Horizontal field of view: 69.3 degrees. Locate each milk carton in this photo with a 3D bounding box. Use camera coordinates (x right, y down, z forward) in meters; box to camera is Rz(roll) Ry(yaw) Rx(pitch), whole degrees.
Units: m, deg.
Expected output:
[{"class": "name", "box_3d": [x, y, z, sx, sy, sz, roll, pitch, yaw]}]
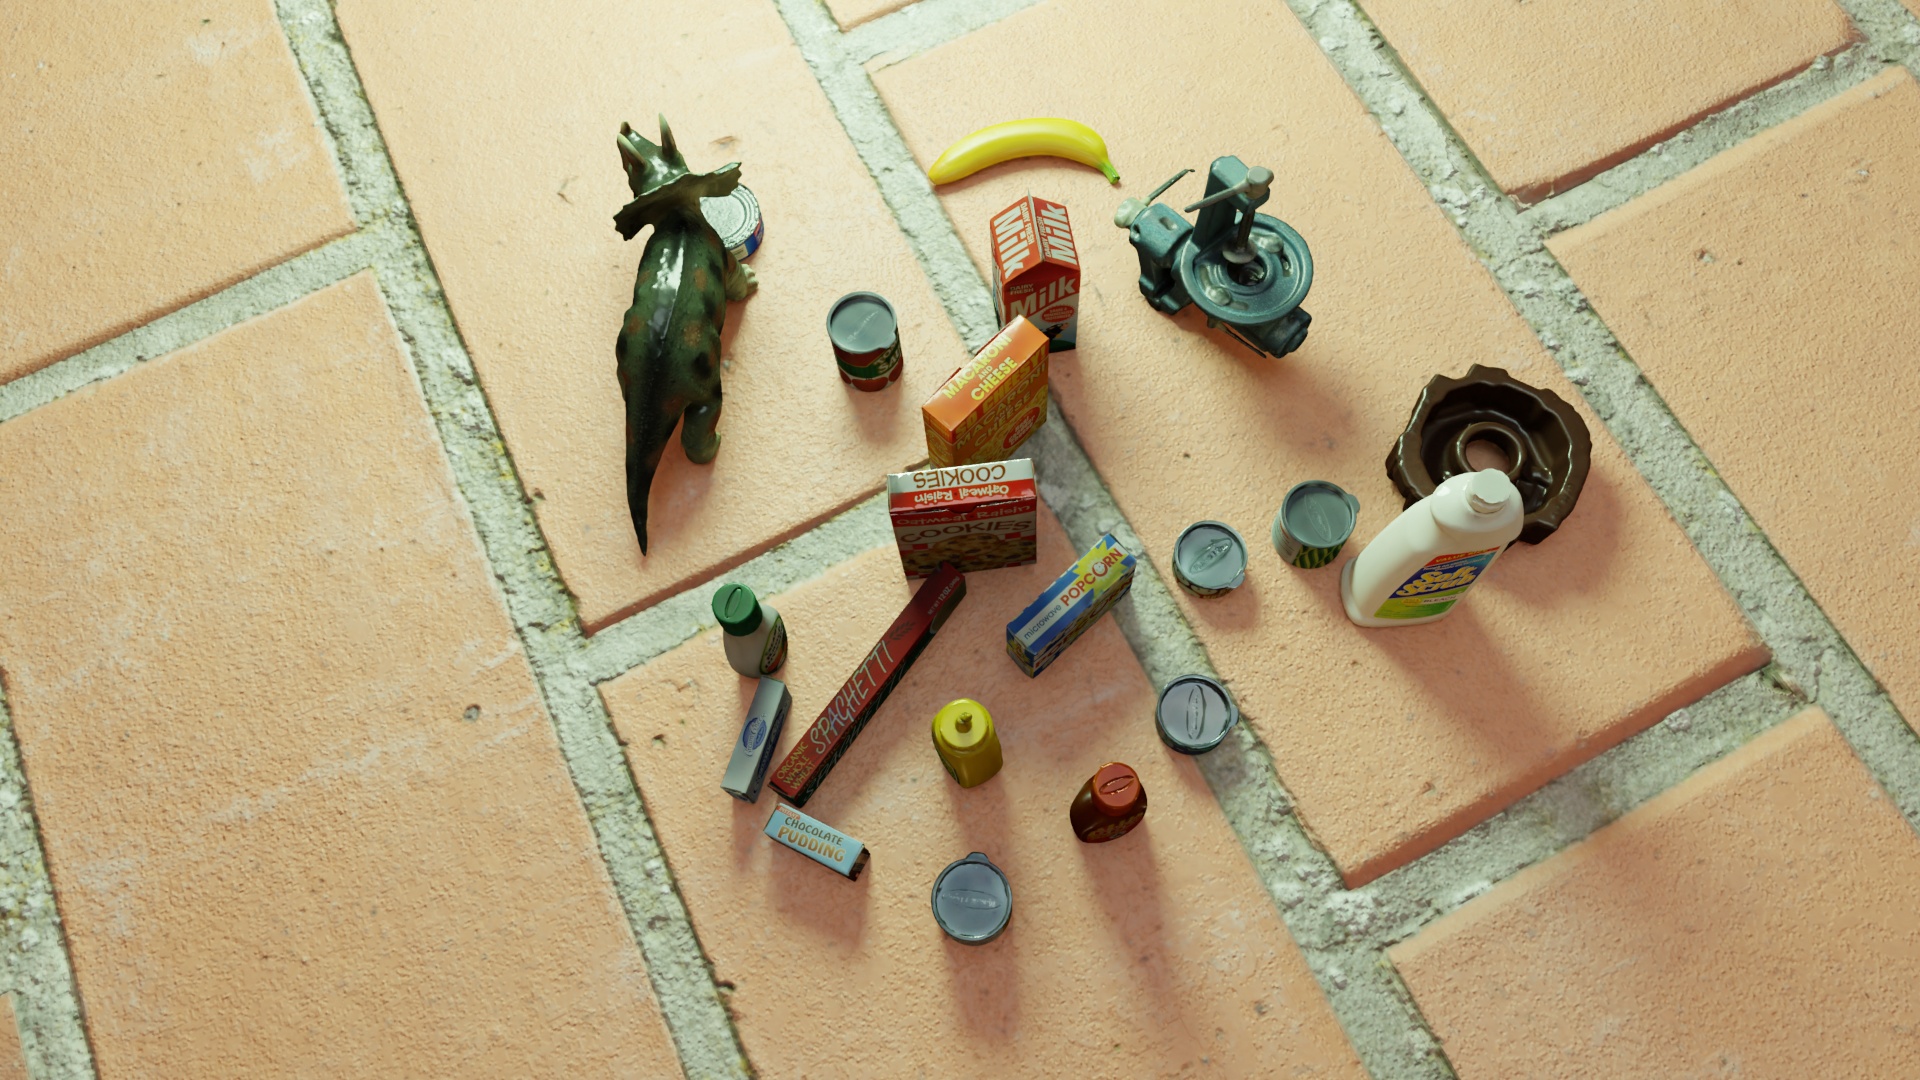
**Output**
[{"class": "milk carton", "box_3d": [0.069, -0.245, 1.286, 0.073, 0.190, 0.072, -10, 69, -1]}]

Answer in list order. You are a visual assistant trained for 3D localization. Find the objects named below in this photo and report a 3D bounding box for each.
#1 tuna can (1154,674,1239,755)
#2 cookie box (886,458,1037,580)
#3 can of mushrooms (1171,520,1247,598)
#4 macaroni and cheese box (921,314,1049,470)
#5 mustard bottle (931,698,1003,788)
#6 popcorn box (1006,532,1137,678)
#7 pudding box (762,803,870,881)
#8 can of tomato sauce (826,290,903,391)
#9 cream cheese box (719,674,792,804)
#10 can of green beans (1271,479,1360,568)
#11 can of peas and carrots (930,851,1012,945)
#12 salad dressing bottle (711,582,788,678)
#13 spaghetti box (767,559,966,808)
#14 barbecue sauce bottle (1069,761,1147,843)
[{"class": "tuna can", "box_3d": [0.206, 0.153, 1.211, 0.071, 0.032, 0.071, -1, 69, 2]}, {"class": "cookie box", "box_3d": [0.004, -0.015, 1.213, 0.123, 0.167, 0.040, -7, 69, 0]}, {"class": "can of mushrooms", "box_3d": [0.227, 0.020, 1.261, 0.071, 0.033, 0.071, -1, 69, 2]}, {"class": "macaroni and cheese box", "box_3d": [0.024, -0.115, 1.251, 0.040, 0.166, 0.124, 42, 76, 16]}, {"class": "mustard bottle", "box_3d": [0.003, 0.162, 1.148, 0.049, 0.159, 0.065, -30, 71, -9]}, {"class": "popcorn box", "box_3d": [0.097, 0.059, 1.224, 0.127, 0.085, 0.038, -41, 73, -12]}, {"class": "pudding box", "box_3d": [-0.121, 0.255, 1.176, 0.084, 0.049, 0.030, 24, 72, 11]}, {"class": "can of tomato sauce", "box_3d": [-0.088, -0.188, 1.328, 0.071, 0.082, 0.071, -1, 69, 2]}, {"class": "cream cheese box", "box_3d": [-0.176, 0.174, 1.208, 0.024, 0.053, 0.104, 15, 70, 8]}, {"class": "can of green beans", "box_3d": [0.319, -0.014, 1.257, 0.071, 0.057, 0.071, -1, 69, 2]}, {"class": "can of peas and carrots", "box_3d": [0.010, 0.297, 1.150, 0.071, 0.058, 0.071, -1, 69, 2]}, {"class": "salad dressing bottle", "box_3d": [-0.182, 0.077, 1.196, 0.044, 0.147, 0.064, 16, 71, 9]}, {"class": "spaghetti box", "box_3d": [-0.079, 0.126, 1.224, 0.029, 0.050, 0.251, 34, 74, 14]}, {"class": "barbecue sauce bottle", "box_3d": [0.122, 0.212, 1.130, 0.065, 0.148, 0.044, -21, 70, -5]}]
